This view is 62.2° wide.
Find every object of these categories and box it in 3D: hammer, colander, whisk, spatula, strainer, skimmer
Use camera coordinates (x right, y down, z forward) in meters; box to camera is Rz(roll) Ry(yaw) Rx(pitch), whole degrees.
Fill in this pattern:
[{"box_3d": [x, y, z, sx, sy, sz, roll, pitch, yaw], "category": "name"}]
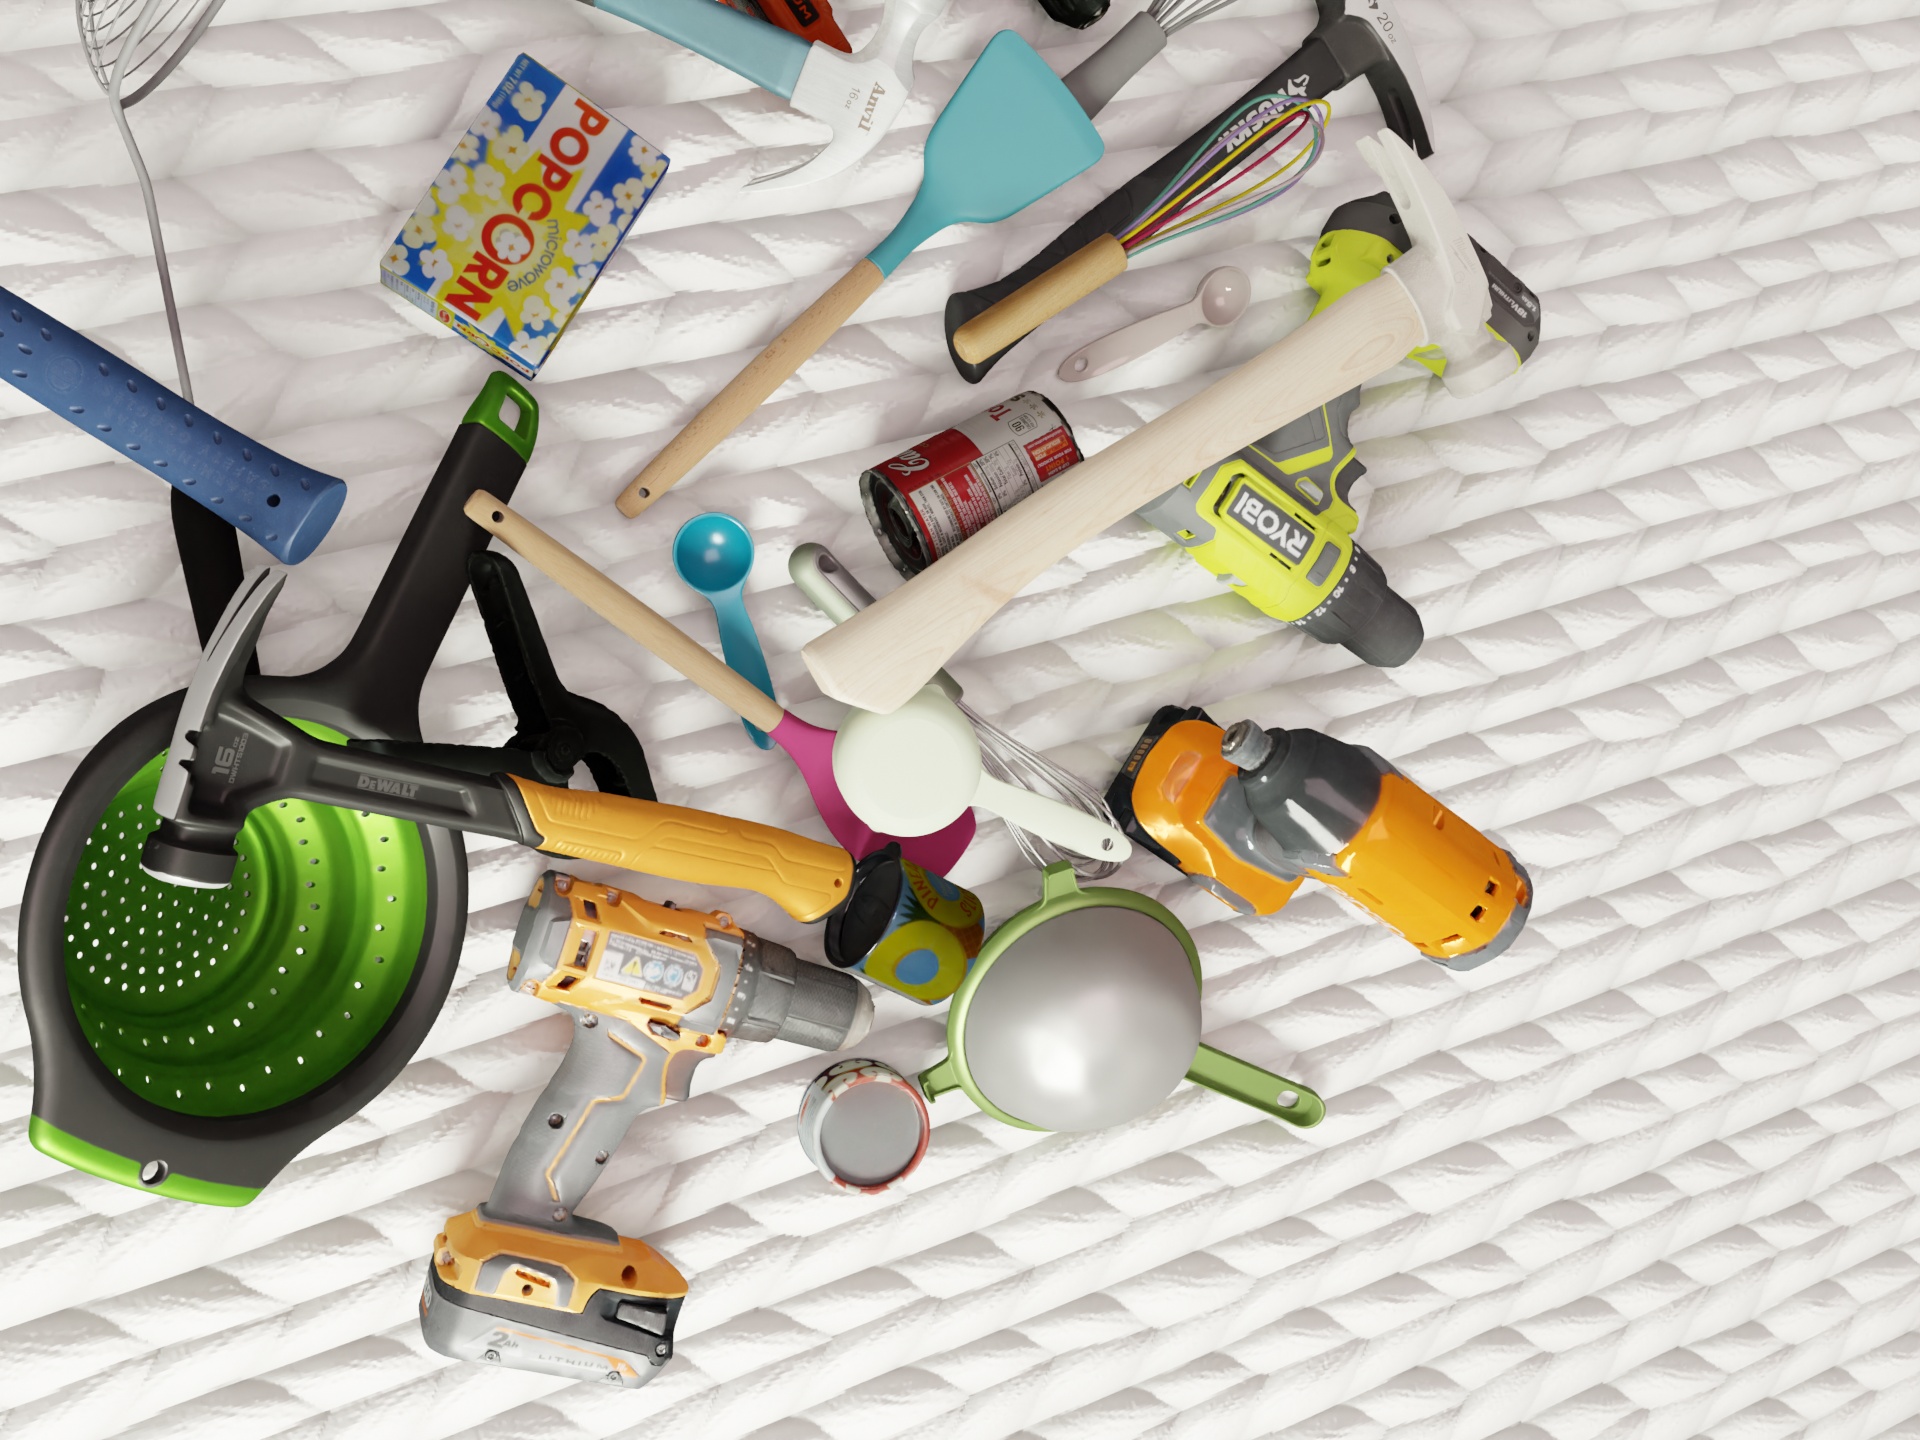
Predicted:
[{"box_3d": [-0.444, -0.185, 0.654, 0.405, 0.035, 0.144, 32, 84, -4], "category": "hammer"}, {"box_3d": [-0.302, 0.009, 0.727, 0.204, 0.094, 0.397, 44, 56, -48], "category": "colander"}, {"box_3d": [-0.180, -0.357, 0.747, 0.331, 0.033, 0.128, 23, 116, -8], "category": "hammer"}, {"box_3d": [0.094, -0.140, 0.803, 0.410, 0.038, 0.146, -33, 104, -11], "category": "hammer"}, {"box_3d": [-0.001, -0.003, 0.848, 0.246, 0.059, 0.058, 46, 40, -11], "category": "whisk"}, {"box_3d": [-0.178, 0.037, 0.721, 0.336, 0.034, 0.127, 19, 87, -42], "category": "hammer"}, {"box_3d": [0.101, -0.373, 0.853, 0.239, 0.055, 0.055, -44, 105, 0], "category": "whisk"}, {"box_3d": [0.098, -0.261, 0.835, 0.245, 0.047, 0.051, -35, 102, -10], "category": "whisk"}, {"box_3d": [0.123, -0.295, 0.881, 0.335, 0.035, 0.146, -41, 103, -12], "category": "hammer"}, {"box_3d": [-0.061, -0.218, 0.818, 0.317, 0.044, 0.082, -47, 108, -10], "category": "spatula"}, {"box_3d": [0.115, 0.190, 0.869, 0.256, 0.069, 0.151, 26, 100, -25], "category": "strainer"}, {"box_3d": [-0.321, -0.190, 0.712, 0.090, 0.127, 0.363, -8, 105, -19], "category": "skimmer"}]

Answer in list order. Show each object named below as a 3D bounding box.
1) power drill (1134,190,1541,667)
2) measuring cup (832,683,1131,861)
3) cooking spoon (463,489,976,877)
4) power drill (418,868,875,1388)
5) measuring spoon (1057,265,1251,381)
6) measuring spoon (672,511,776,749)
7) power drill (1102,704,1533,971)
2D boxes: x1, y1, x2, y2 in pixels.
[{"box_3d": [0.227, -0.159, 0.901, 0.190, 0.080, 0.228, 33, 85, -17], "category": "power drill"}, {"box_3d": [0.015, 0.039, 0.813, 0.167, 0.038, 0.083, 23, 94, -7], "category": "measuring cup"}, {"box_3d": [-0.113, -0.015, 0.803, 0.318, 0.017, 0.069, 38, 84, -26], "category": "cooking spoon"}, {"box_3d": [-0.153, 0.204, 0.792, 0.185, 0.084, 0.226, 19, 82, -20], "category": "power drill"}, {"box_3d": [0.106, -0.221, 0.891, 0.124, 0.018, 0.034, -27, 127, -9], "category": "measuring spoon"}, {"box_3d": [-0.118, -0.046, 0.825, 0.042, 0.021, 0.128, -19, 107, -17], "category": "measuring spoon"}, {"box_3d": [0.160, 0.047, 0.807, 0.164, 0.226, 0.084, 35, 82, -17], "category": "power drill"}]
